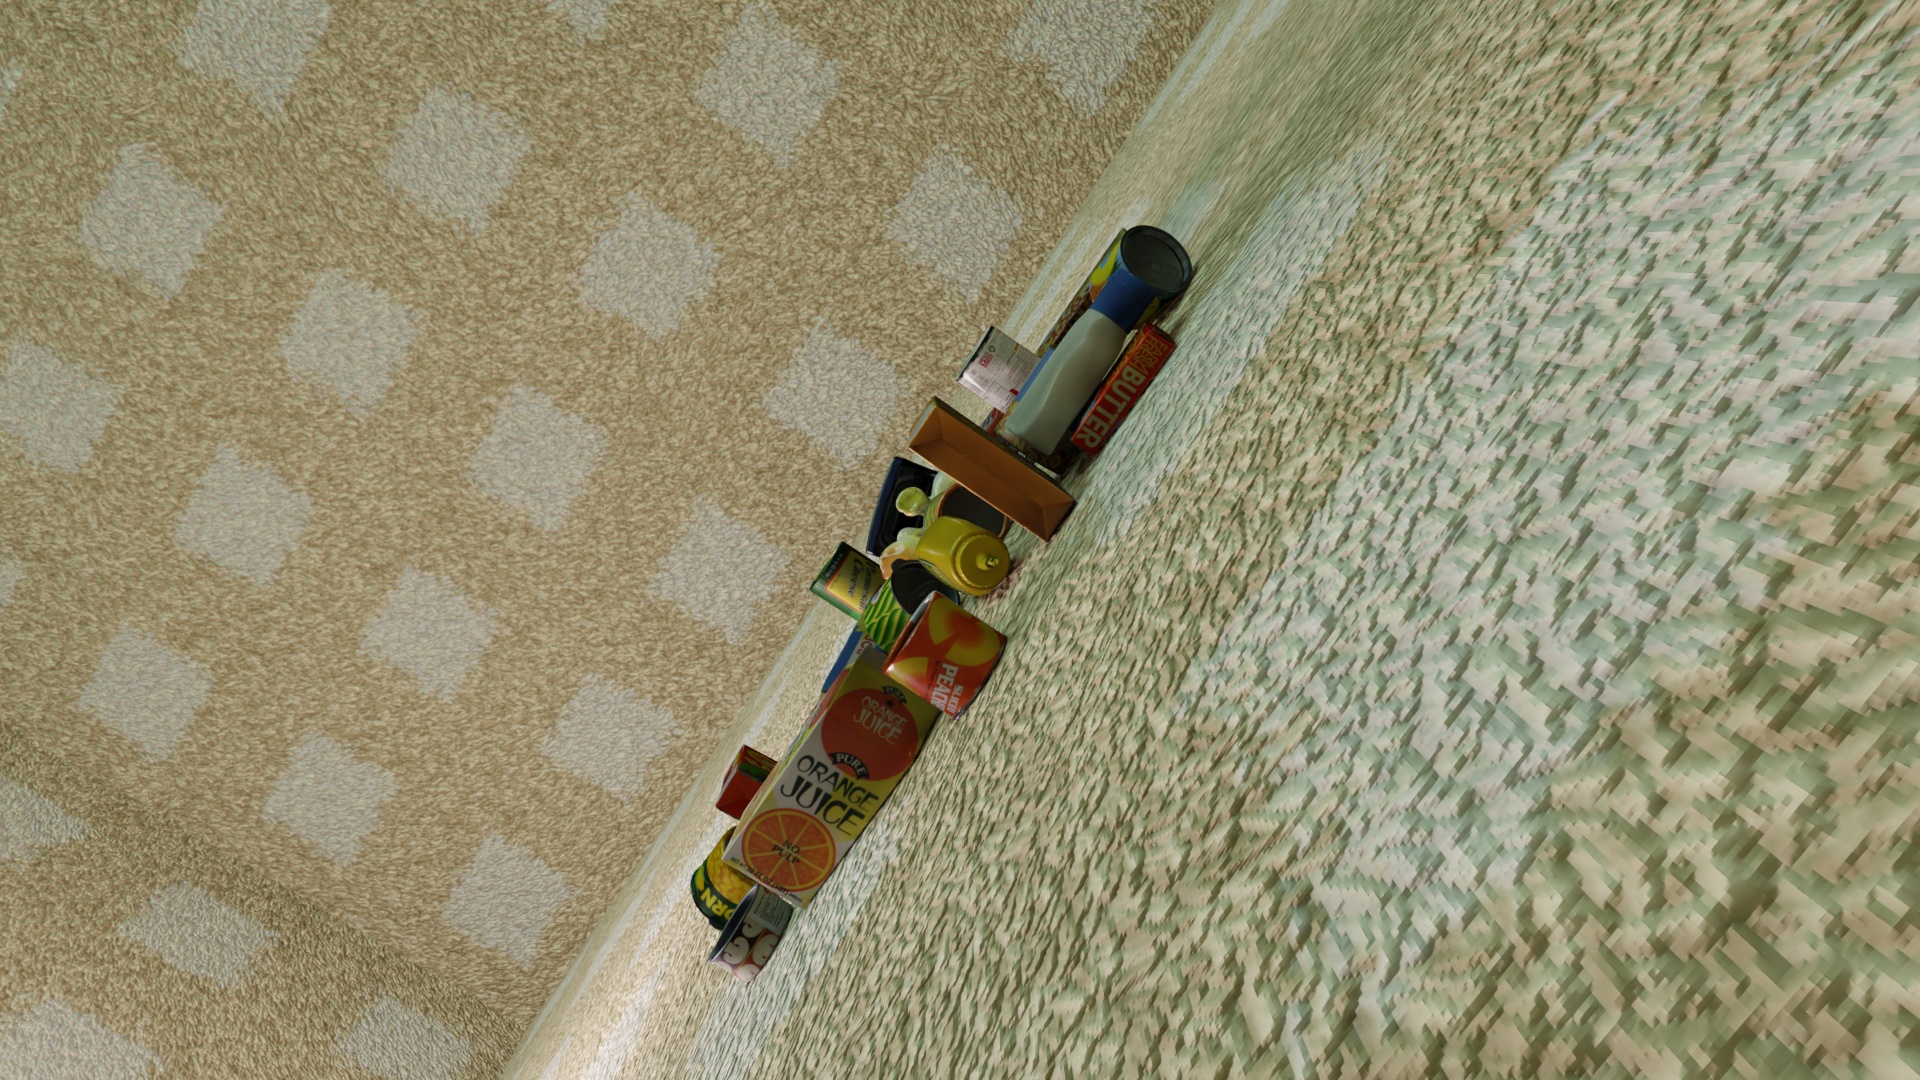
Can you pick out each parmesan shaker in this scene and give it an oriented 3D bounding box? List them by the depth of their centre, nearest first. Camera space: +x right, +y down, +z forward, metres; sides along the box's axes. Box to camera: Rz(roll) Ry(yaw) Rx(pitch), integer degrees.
[{"bbox_3d":[-0.105,0.057,1.503,0.071,0.103,0.071,-56,7,10],"label":"parmesan shaker"}]

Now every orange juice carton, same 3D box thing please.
[{"bbox_3d":[-0.088,0.164,1.004,0.192,0.072,0.073,-55,7,18],"label":"orange juice carton"}]

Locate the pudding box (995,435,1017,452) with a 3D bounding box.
[{"bbox_3d":[0.048,-0.094,1.436,0.084,0.030,0.049,-58,5,-12],"label":"pudding box"}]

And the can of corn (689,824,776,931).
[{"bbox_3d":[-0.183,0.281,1.158,0.058,0.071,0.071,-53,7,27],"label":"can of corn"}]

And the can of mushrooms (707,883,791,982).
[{"bbox_3d":[-0.159,0.297,1.045,0.071,0.033,0.071,-55,7,11],"label":"can of mushrooms"}]

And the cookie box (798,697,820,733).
[{"bbox_3d":[-0.091,0.122,1.362,0.168,0.040,0.122,-59,7,-22],"label":"cookie box"}]

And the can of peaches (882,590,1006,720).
[{"bbox_3d":[-0.012,0.077,0.927,0.071,0.058,0.071,-55,6,9],"label":"can of peaches"}]

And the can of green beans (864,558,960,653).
[{"bbox_3d":[-0.042,0.059,1.196,0.057,0.071,0.071,-51,8,42],"label":"can of green beans"}]

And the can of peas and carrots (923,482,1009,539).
[{"bbox_3d":[0.004,-0.015,1.225,0.071,0.071,0.058,-58,7,-13],"label":"can of peas and carrots"}]

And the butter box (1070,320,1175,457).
[{"bbox_3d":[0.119,-0.114,1.035,0.103,0.024,0.053,-55,6,16],"label":"butter box"}]

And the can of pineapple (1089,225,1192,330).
[{"bbox_3d":[0.146,-0.213,1.136,0.071,0.071,0.057,-61,7,-34],"label":"can of pineapple"}]

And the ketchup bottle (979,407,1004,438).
[{"bbox_3d":[0.035,-0.112,1.557,0.148,0.043,0.065,-49,10,52],"label":"ketchup bottle"}]

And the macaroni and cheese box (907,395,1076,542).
[{"bbox_3d":[0.019,-0.058,1.064,0.040,0.124,0.167,-55,6,6],"label":"macaroni and cheese box"}]

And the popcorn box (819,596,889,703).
[{"bbox_3d":[-0.086,0.122,1.223,0.127,0.038,0.084,-64,-13,-47],"label":"popcorn box"}]

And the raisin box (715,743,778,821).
[{"bbox_3d":[-0.162,0.222,1.201,0.040,0.086,0.123,-62,7,-1],"label":"raisin box"}]

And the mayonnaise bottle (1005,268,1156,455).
[{"bbox_3d":[0.091,-0.135,1.051,0.148,0.041,0.065,-55,13,5],"label":"mayonnaise bottle"}]

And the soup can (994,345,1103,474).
[{"bbox_3d":[0.078,-0.103,1.119,0.083,0.071,0.071,-57,6,8],"label":"soup can"}]

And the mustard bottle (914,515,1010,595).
[{"bbox_3d":[0.006,0.014,1.083,0.049,0.065,0.160,-53,10,-6],"label":"mustard bottle"}]

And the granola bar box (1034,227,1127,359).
[{"bbox_3d":[0.138,-0.243,1.453,0.165,0.039,0.124,-54,6,18],"label":"granola bar box"}]
